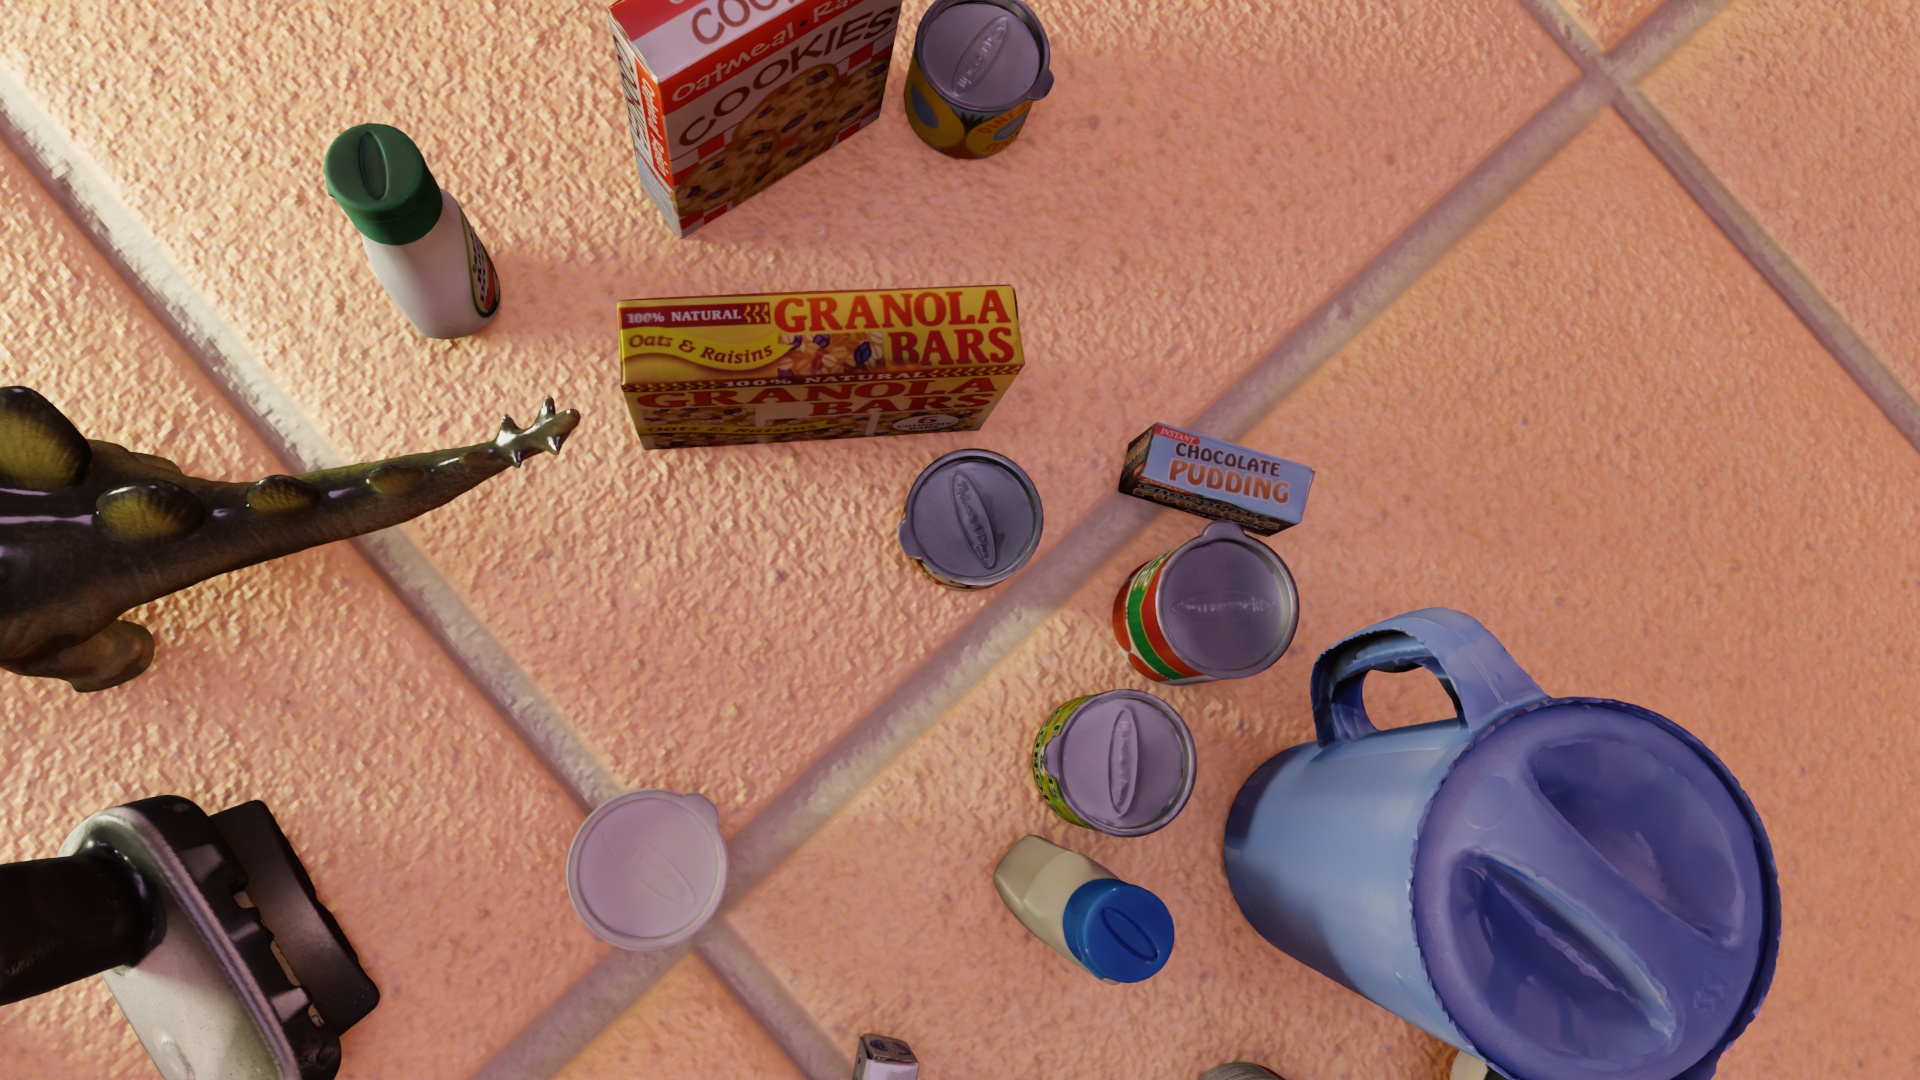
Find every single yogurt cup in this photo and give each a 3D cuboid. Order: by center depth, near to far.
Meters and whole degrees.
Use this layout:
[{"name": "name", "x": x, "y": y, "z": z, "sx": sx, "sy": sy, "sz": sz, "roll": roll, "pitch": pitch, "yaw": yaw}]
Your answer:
[{"name": "yogurt cup", "x": -0.136, "y": 0.143, "z": 0.615, "sx": 0.072, "sy": 0.054, "sz": 0.072, "roll": 1, "pitch": 81, "yaw": -8}]

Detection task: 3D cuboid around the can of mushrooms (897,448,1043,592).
[{"name": "can of mushrooms", "x": 0.002, "y": -0.008, "z": 0.671, "sx": 0.071, "sy": 0.033, "sz": 0.071, "roll": 1, "pitch": 81, "yaw": -8}]

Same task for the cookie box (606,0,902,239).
[{"name": "cookie box", "x": -0.089, "y": -0.211, "z": 0.622, "sx": 0.123, "sy": 0.167, "sz": 0.040, "roll": -35, "pitch": 88, "yaw": -12}]

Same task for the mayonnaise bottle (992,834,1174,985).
[{"name": "mayonnaise bottle", "x": 0.054, "y": 0.159, "z": 0.593, "sx": 0.065, "sy": 0.148, "sz": 0.041, "roll": 43, "pitch": 78, "yaw": 0}]

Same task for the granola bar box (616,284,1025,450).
[{"name": "granola bar box", "x": -0.065, "y": -0.077, "z": 0.626, "sx": 0.166, "sy": 0.124, "sz": 0.039, "roll": -4, "pitch": 82, "yaw": -9}]

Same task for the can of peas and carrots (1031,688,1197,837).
[{"name": "can of peas and carrots", "x": 0.068, "y": 0.104, "z": 0.650, "sx": 0.071, "sy": 0.058, "sz": 0.071, "roll": 1, "pitch": 81, "yaw": -8}]

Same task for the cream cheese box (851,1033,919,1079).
[{"name": "cream cheese box", "x": -0.041, "y": 0.275, "z": 0.608, "sx": 0.024, "sy": 0.053, "sz": 0.104, "roll": 11, "pitch": 80, "yaw": -7}]

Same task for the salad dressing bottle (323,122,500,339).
[{"name": "salad dressing bottle", "x": -0.233, "y": -0.131, "z": 0.597, "sx": 0.044, "sy": 0.147, "sz": 0.064, "roll": -11, "pitch": 83, "yaw": -10}]

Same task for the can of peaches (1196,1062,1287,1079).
[{"name": "can of peaches", "x": 0.137, "y": 0.279, "z": 0.632, "sx": 0.071, "sy": 0.058, "sz": 0.071, "roll": 1, "pitch": 81, "yaw": -8}]

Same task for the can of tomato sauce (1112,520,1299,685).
[{"name": "can of tomato sauce", "x": 0.112, "y": 0.032, "z": 0.655, "sx": 0.071, "sy": 0.083, "sz": 0.071, "roll": 1, "pitch": 81, "yaw": -8}]

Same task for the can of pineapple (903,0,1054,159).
[{"name": "can of pineapple", "x": 0.008, "y": -0.231, "z": 0.696, "sx": 0.071, "sy": 0.057, "sz": 0.071, "roll": 1, "pitch": 81, "yaw": -8}]

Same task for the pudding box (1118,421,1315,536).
[{"name": "pudding box", "x": 0.125, "y": -0.030, "z": 0.684, "sx": 0.084, "sy": 0.049, "sz": 0.030, "roll": 16, "pitch": 79, "yaw": -6}]
